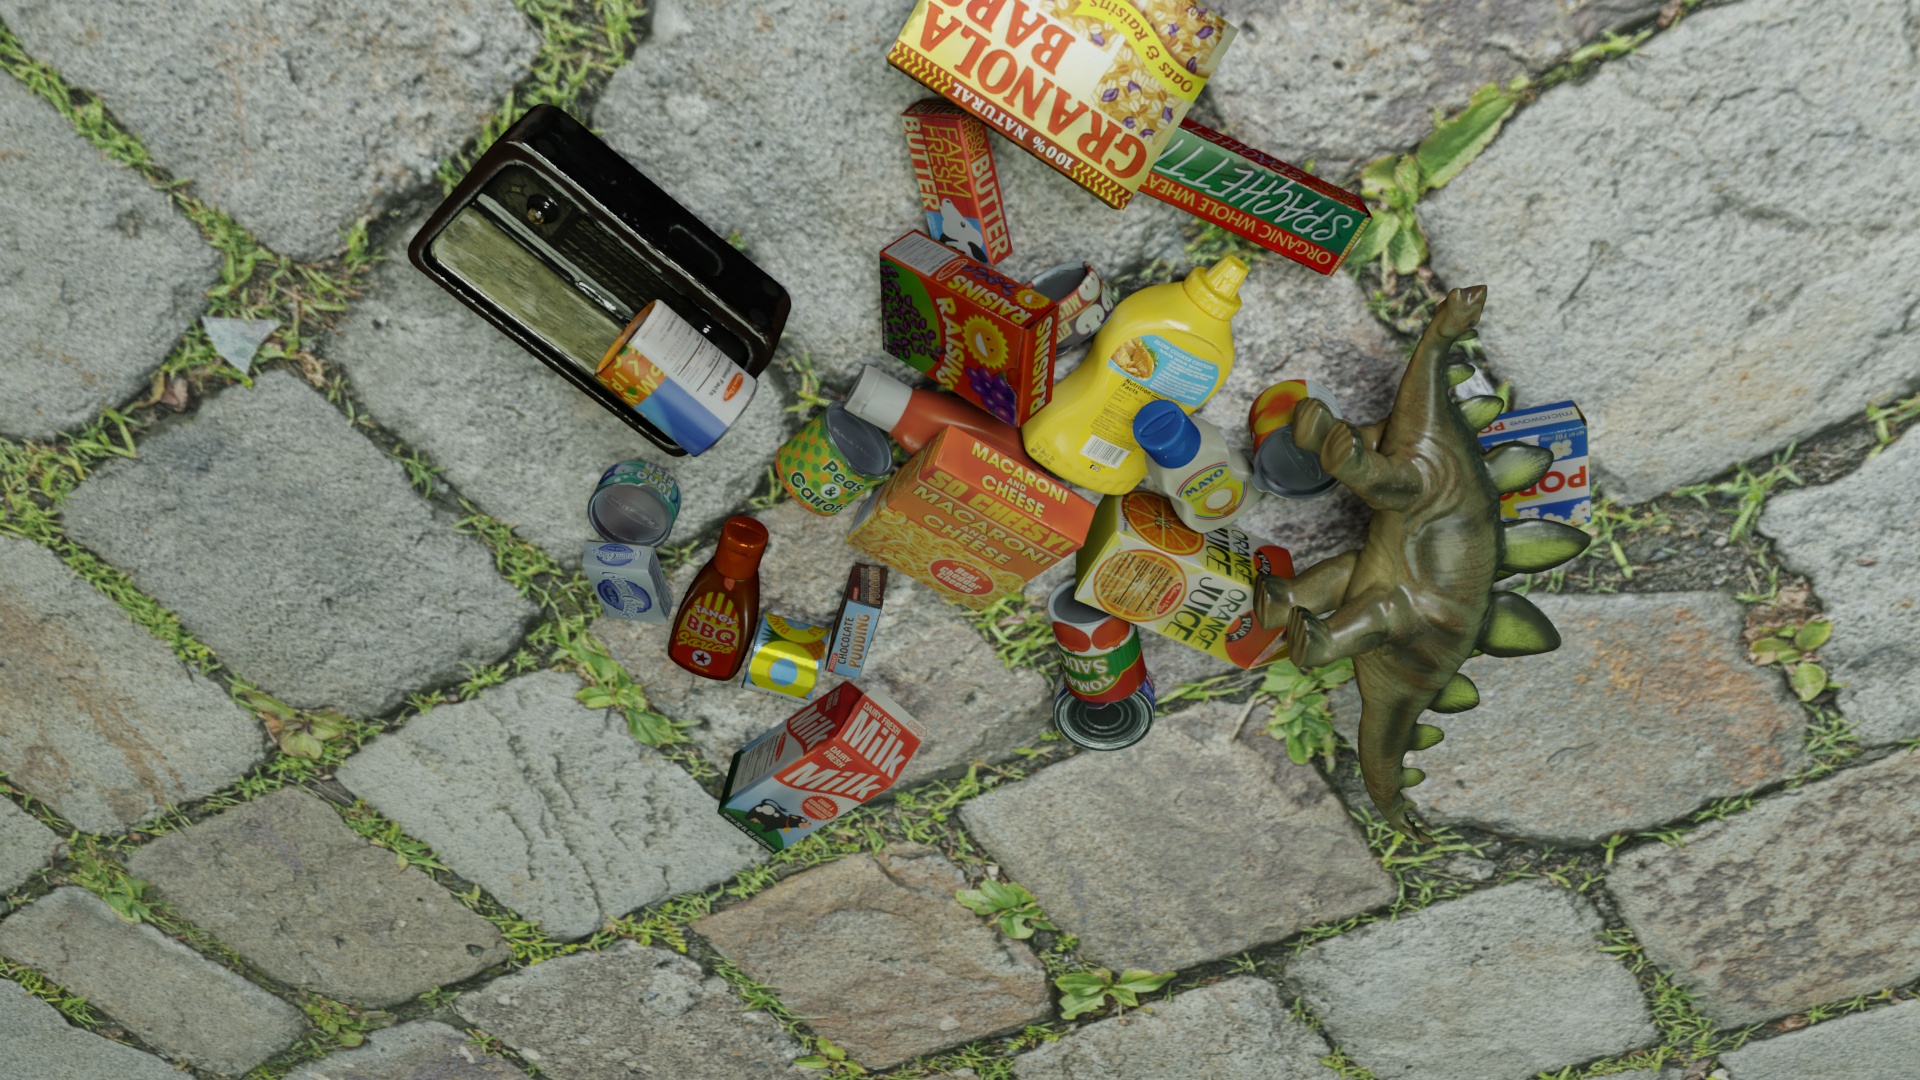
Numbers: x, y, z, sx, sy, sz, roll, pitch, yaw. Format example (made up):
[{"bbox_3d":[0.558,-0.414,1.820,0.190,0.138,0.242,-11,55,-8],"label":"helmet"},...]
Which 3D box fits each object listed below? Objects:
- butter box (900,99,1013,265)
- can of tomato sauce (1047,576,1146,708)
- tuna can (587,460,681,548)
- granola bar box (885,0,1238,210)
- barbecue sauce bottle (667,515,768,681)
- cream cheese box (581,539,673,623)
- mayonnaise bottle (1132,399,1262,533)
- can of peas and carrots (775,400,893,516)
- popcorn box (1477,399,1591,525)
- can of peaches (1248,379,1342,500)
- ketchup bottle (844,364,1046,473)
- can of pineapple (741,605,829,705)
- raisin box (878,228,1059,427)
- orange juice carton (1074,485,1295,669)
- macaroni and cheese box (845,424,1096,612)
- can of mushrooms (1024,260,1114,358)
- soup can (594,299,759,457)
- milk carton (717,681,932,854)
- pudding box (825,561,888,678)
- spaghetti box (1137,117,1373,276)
[{"bbox_3d":[-0.002,-0.229,0.890,0.053,0.024,0.103,20,138,39],"label":"butter box"},{"bbox_3d":[0.107,0.078,1.097,0.071,0.071,0.082,-8,125,12],"label":"can of tomato sauce"},{"bbox_3d":[-0.251,-0.029,1.077,0.071,0.033,0.070,3,127,4],"label":"tuna can"},{"bbox_3d":[0.058,-0.290,0.814,0.165,0.039,0.124,30,103,-12],"label":"granola bar box"},{"bbox_3d":[-0.190,0.046,1.120,0.065,0.044,0.147,23,126,-3],"label":"barbecue sauce bottle"},{"bbox_3d":[-0.264,0.034,1.107,0.053,0.024,0.103,5,153,0],"label":"cream cheese box"},{"bbox_3d":[0.162,-0.053,0.967,0.064,0.041,0.148,-34,149,13],"label":"mayonnaise bottle"},{"bbox_3d":[-0.092,-0.057,1.015,0.071,0.071,0.058,40,121,-22],"label":"can of peas and carrots"},{"bbox_3d":[0.381,-0.045,0.994,0.126,0.038,0.085,-10,125,14],"label":"popcorn box"},{"bbox_3d":[0.236,-0.071,0.978,0.071,0.058,0.070,3,128,4],"label":"can of peaches"},{"bbox_3d":[-0.011,-0.077,1.008,0.149,0.044,0.064,27,132,-14],"label":"ketchup bottle"},{"bbox_3d":[-0.143,0.095,1.140,0.058,0.071,0.070,16,127,-7],"label":"can of pineapple"},{"bbox_3d":[0.004,-0.140,0.915,0.123,0.040,0.085,32,144,25],"label":"raisin box"},{"bbox_3d":[0.187,0.033,1.053,0.193,0.072,0.072,22,126,-10],"label":"orange juice carton"},{"bbox_3d":[0.004,-0.013,1.017,0.124,0.040,0.165,28,151,-15],"label":"macaroni and cheese box"},{"bbox_3d":[0.066,-0.154,0.925,0.071,0.071,0.033,-21,120,20],"label":"can of mushrooms"},{"bbox_3d":[-0.186,-0.104,0.902,0.083,0.072,0.071,40,121,-22],"label":"soup can"},{"bbox_3d":[-0.116,0.189,1.202,0.190,0.074,0.072,-35,116,27],"label":"milk carton"},{"bbox_3d":[-0.084,0.064,1.119,0.030,0.050,0.083,15,128,-7],"label":"pudding box"},{"bbox_3d":[0.139,-0.239,0.879,0.250,0.029,0.050,21,126,-10],"label":"spaghetti box"}]
